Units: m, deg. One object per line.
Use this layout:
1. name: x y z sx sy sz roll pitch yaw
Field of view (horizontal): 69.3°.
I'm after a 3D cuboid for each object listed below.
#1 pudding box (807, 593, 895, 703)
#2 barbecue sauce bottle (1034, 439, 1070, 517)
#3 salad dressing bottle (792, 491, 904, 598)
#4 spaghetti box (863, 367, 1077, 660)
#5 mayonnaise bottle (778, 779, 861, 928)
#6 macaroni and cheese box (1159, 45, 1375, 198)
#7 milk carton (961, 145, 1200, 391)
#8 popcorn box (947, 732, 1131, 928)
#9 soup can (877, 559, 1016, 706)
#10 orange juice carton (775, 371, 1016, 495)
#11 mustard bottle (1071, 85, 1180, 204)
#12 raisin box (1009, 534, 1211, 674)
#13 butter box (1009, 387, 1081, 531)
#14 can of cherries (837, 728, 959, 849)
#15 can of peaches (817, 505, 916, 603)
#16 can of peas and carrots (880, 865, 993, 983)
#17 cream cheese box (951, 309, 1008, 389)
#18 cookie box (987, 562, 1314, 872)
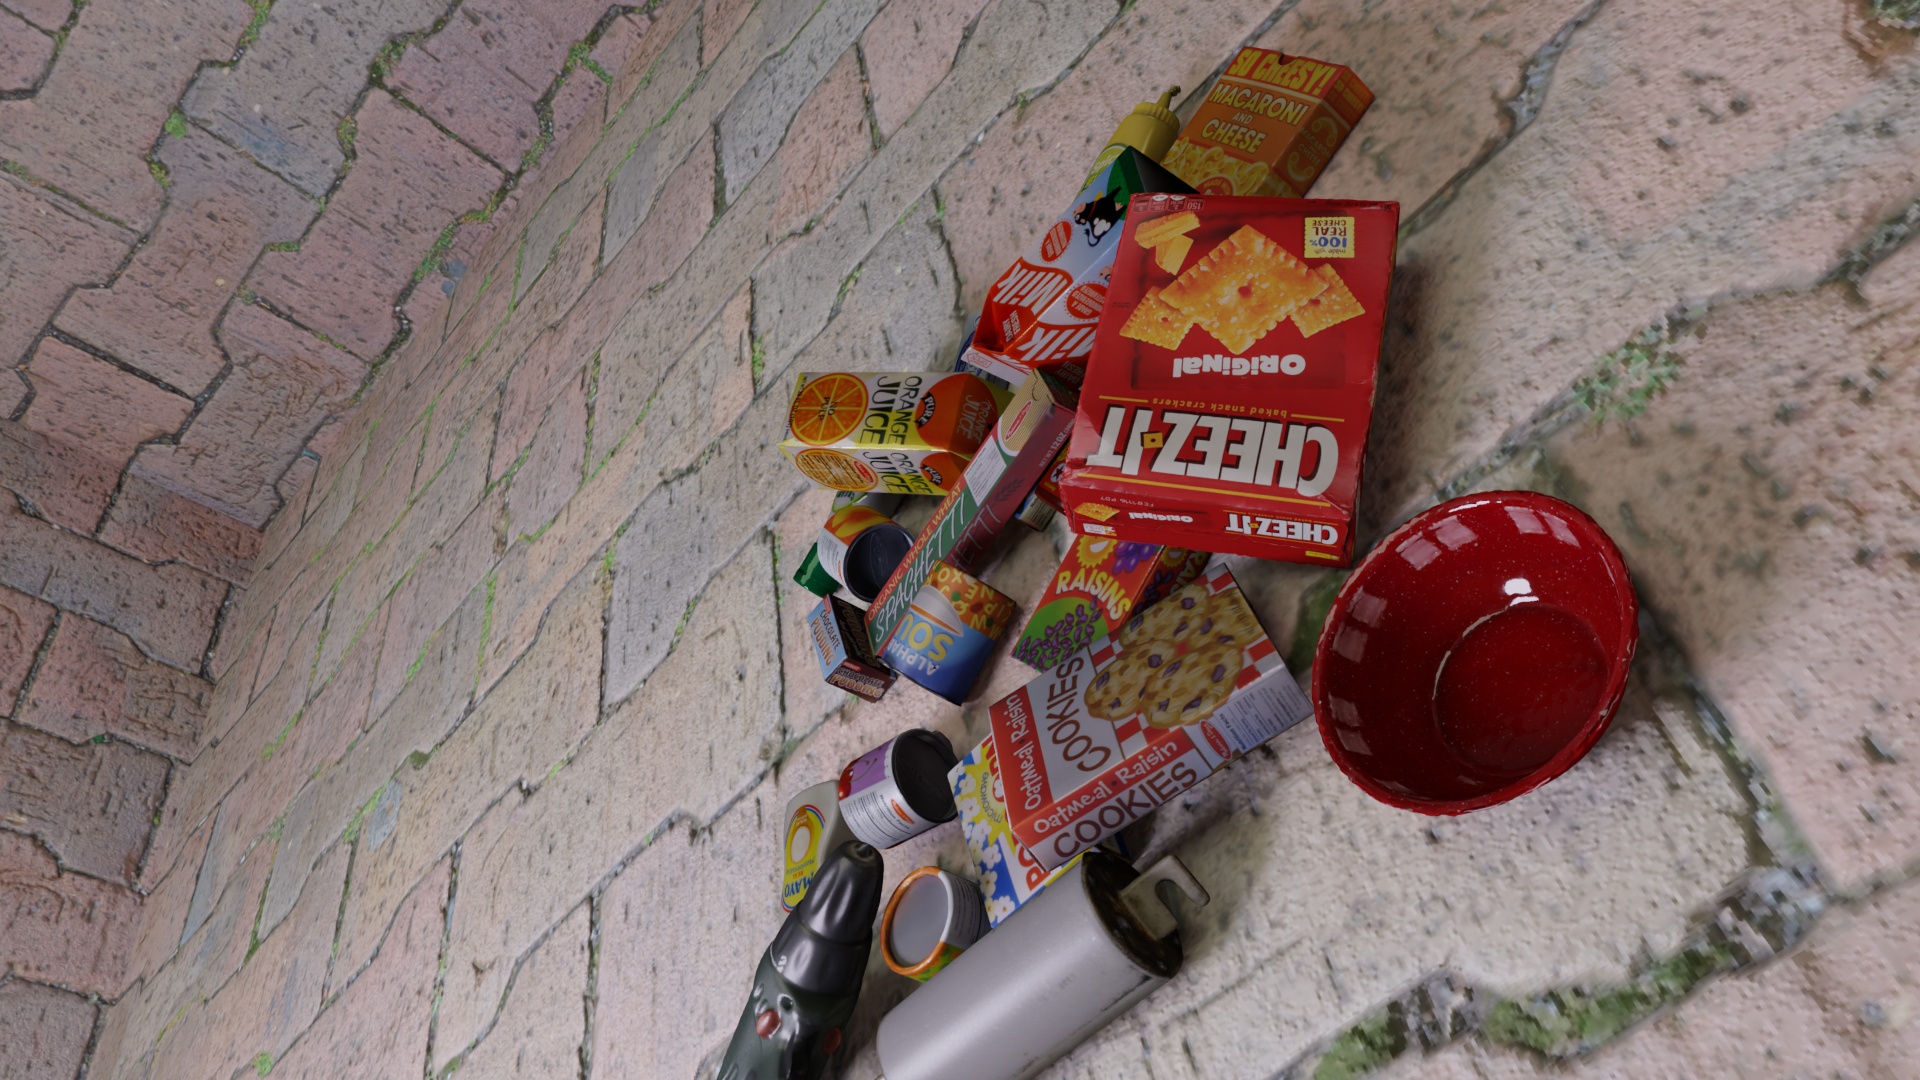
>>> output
1. pudding box: -0.085 0.083 1.075 0.030 0.049 0.084 -49 33 18
2. barbecue sauce bottle: 0.112 -0.079 0.952 0.148 0.043 0.065 -56 27 3
3. salad dressing bottle: -0.088 -0.021 1.168 0.147 0.044 0.064 -59 34 -1
4. spaghetti box: 0.004 -0.013 1.016 0.249 0.029 0.050 -55 32 25
5. mayonnaise bottle: -0.099 0.245 0.971 0.064 0.041 0.149 -31 41 33
6. macaroni and cheese box: 0.198 -0.268 0.992 0.166 0.040 0.124 -55 34 7
7. milk carton: 0.085 -0.175 0.978 0.189 0.072 0.074 -42 40 34
8. popcorn box: 0.045 0.168 0.845 0.085 0.038 0.127 -46 35 19
9. soup can: -0.010 0.063 0.972 0.071 0.071 0.084 24 84 57
10. orange juice carton: -0.039 -0.084 1.091 0.192 0.072 0.072 3 63 24
11. mustard bottle: 0.134 -0.291 1.088 0.065 0.049 0.160 12 74 54
12. raisin box: 0.094 0.039 0.884 0.123 0.040 0.086 -60 32 -3
13. butter box: 0.068 -0.061 1.013 0.103 0.024 0.053 -56 33 4
14. can of cherries: -0.039 0.166 0.935 0.058 0.071 0.072 -34 40 35
15. can of peaches: -0.072 0.010 1.105 0.071 0.071 0.058 -59 32 0
16. can of peas and carrots: -0.008 0.238 0.840 0.070 0.058 0.071 -33 40 34
17. cream cheese box: 0.019 -0.145 1.146 0.053 0.024 0.104 -13 54 47
18. cookie box: 0.099 0.095 0.769 0.167 0.040 0.123 -33 23 10
